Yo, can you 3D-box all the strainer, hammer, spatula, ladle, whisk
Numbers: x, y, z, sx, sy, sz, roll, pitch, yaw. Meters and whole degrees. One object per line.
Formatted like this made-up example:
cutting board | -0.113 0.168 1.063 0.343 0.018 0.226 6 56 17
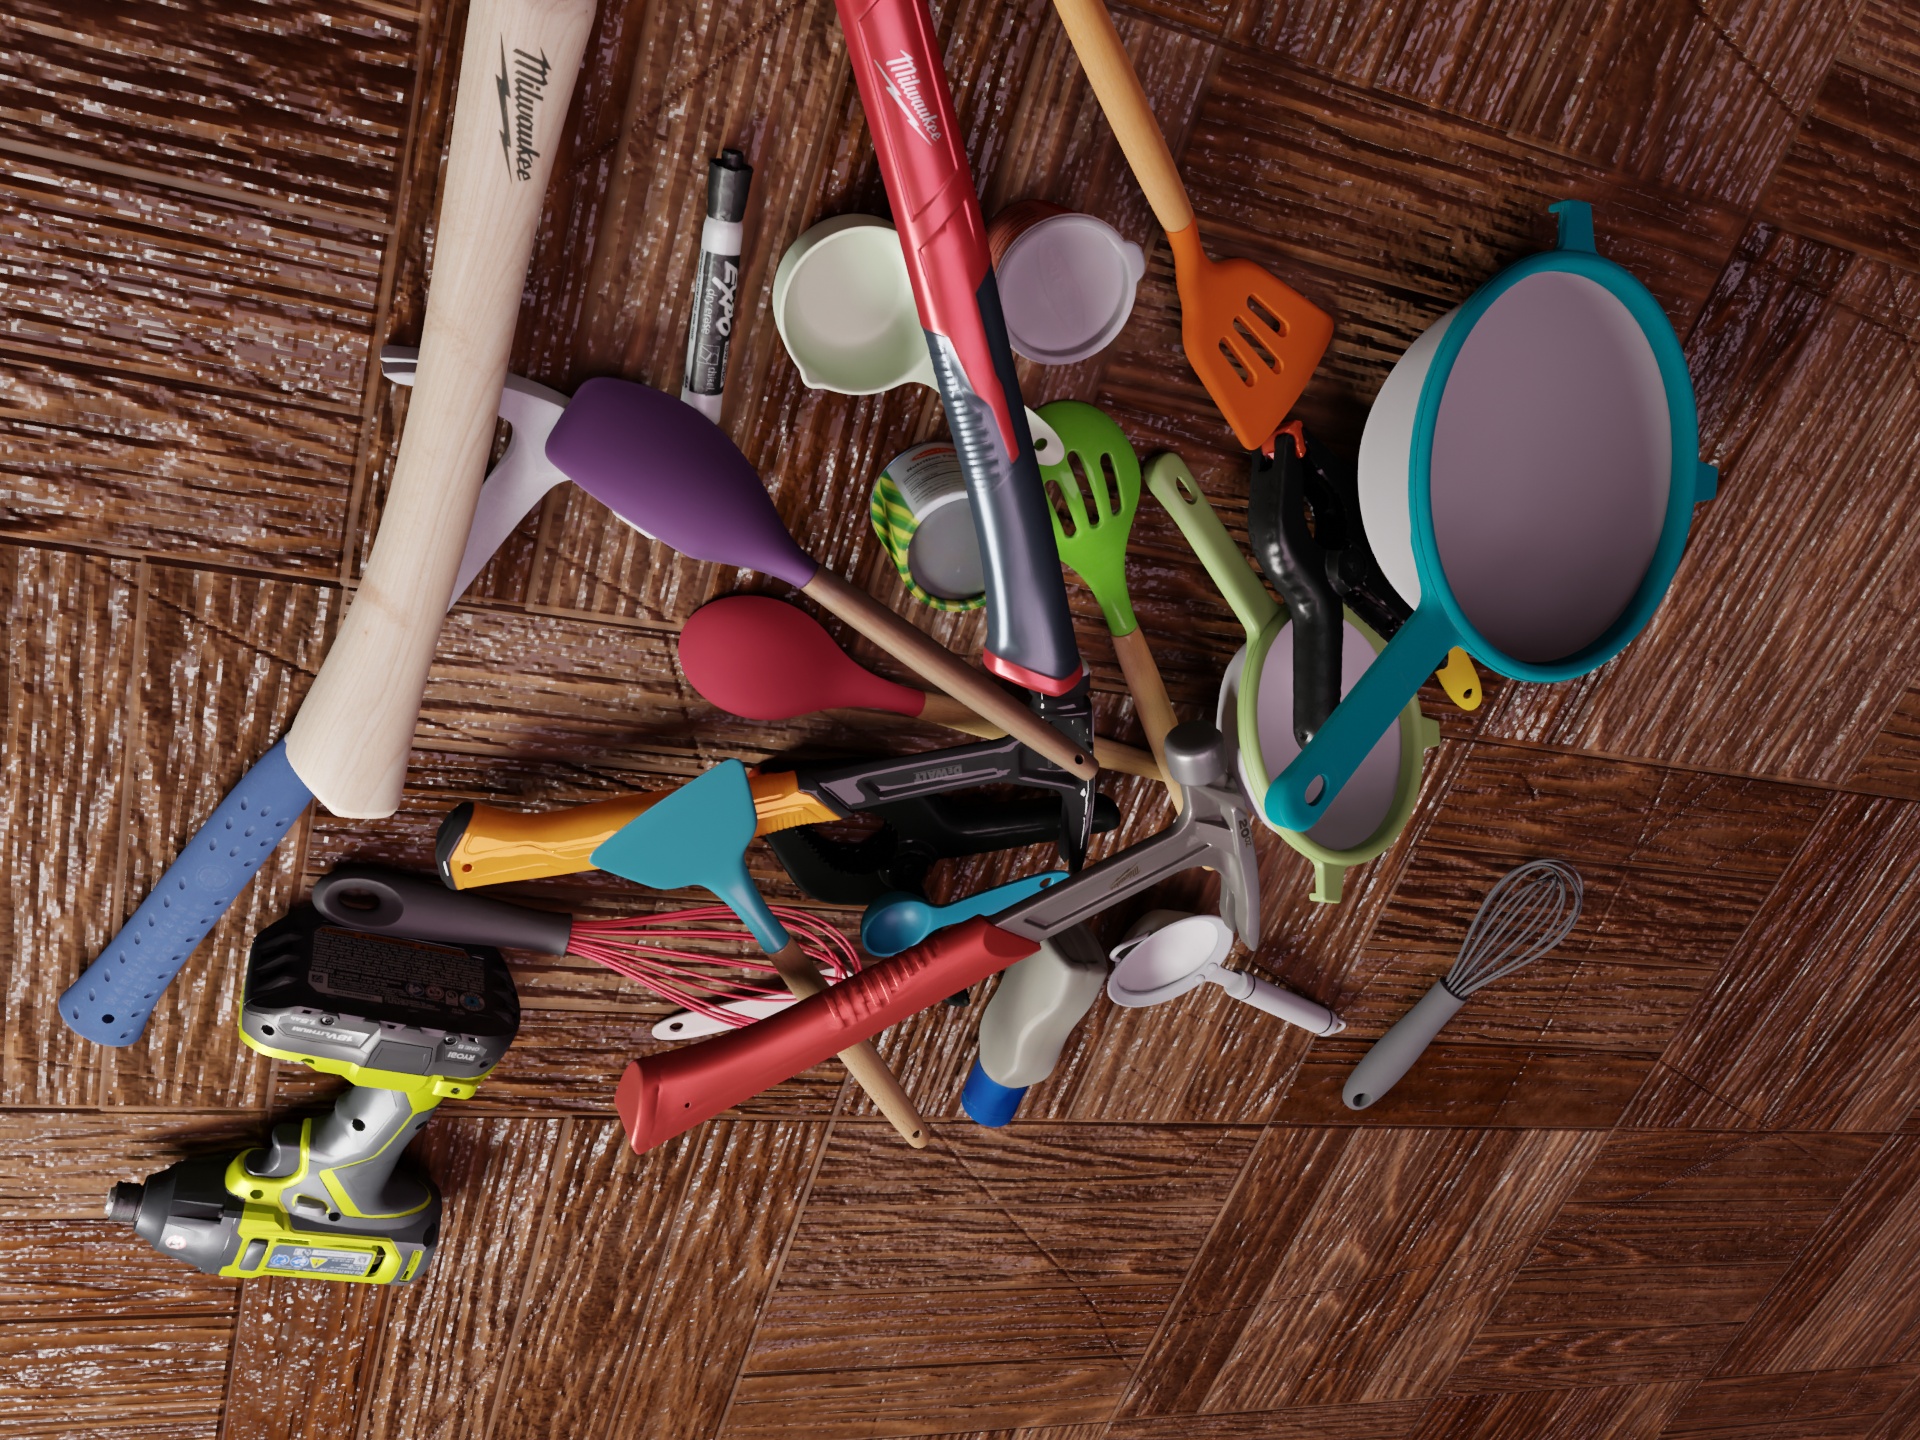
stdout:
strainer | 0.173 0.167 1.025 0.258 0.050 0.087 28 116 -38
strainer | 0.235 -0.082 0.800 0.340 0.095 0.210 -49 119 -15
hammer | -0.005 0.133 0.827 0.359 0.037 0.149 -25 124 -14
spatula | -0.082 0.139 0.827 0.082 0.044 0.317 -35 126 -7
ladle | -0.001 -0.003 0.860 0.315 0.031 0.069 15 119 -29
hammer | -0.193 -0.147 0.649 0.146 0.038 0.410 10 109 -27
hammer | -0.094 0.048 0.817 0.337 0.034 0.127 -9 118 -11
spatula | 0.094 -0.228 0.683 0.081 0.041 0.322 -57 149 -4
whisk | 0.341 0.187 1.096 0.055 0.055 0.239 20 118 -29
hammer | -0.306 0.003 0.749 0.144 0.035 0.405 33 107 -34
hammer | 0.013 -0.184 0.669 0.143 0.038 0.386 -20 120 -5
spatula | -0.050 -0.057 0.753 0.315 0.018 0.060 35 79 -24
whisk | -0.192 0.118 0.854 0.295 0.073 0.073 13 117 -20
strainer | 0.157 -0.033 0.871 0.256 0.069 0.151 54 56 -18

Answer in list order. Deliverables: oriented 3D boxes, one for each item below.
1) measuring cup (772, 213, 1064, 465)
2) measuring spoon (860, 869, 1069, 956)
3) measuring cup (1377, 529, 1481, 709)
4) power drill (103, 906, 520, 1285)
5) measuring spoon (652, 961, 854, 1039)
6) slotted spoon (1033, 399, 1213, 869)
measuring cup | -0.015 -0.170 0.738 0.167 0.038 0.083 30 108 -35
measuring spoon | 0.001 0.098 0.889 0.128 0.021 0.042 -14 133 -22
measuring cup | 0.277 -0.053 0.920 0.062 0.029 0.156 -36 124 6
power drill | -0.343 0.212 0.850 0.171 0.080 0.223 16 118 -28
measuring spoon | -0.122 0.165 0.937 0.124 0.018 0.034 -14 128 -2
slotted spoon | 0.098 -0.031 0.864 0.070 0.031 0.313 -28 125 -5
